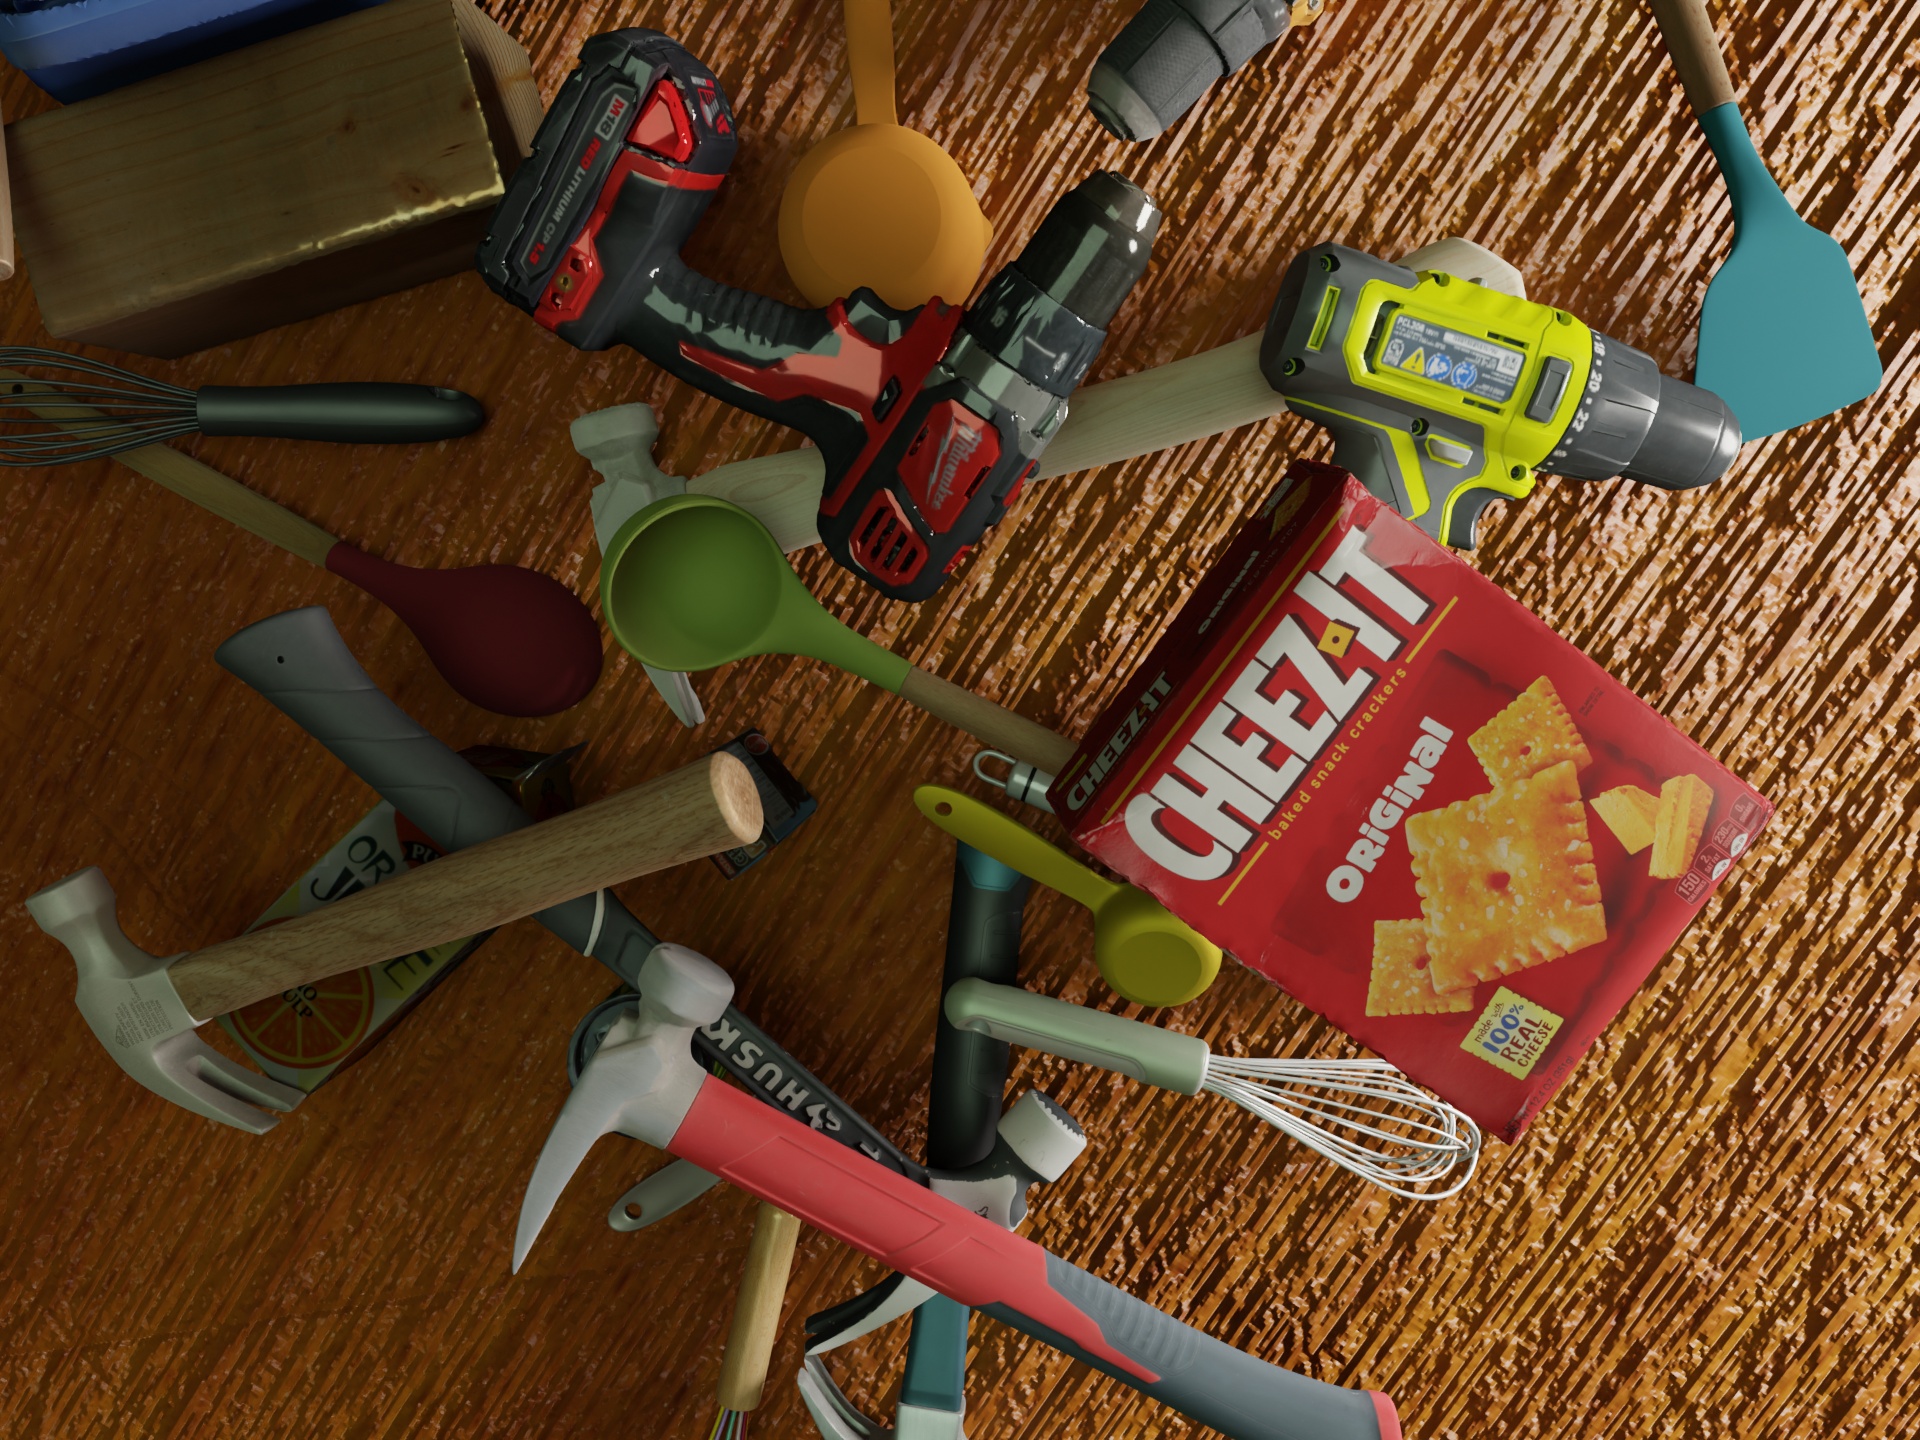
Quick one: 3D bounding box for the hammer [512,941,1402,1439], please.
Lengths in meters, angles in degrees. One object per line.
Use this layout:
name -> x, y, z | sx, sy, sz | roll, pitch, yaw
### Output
hammer -> 0.011, 0.243, 0.659 | 0.386, 0.038, 0.143 | 30, 94, -7

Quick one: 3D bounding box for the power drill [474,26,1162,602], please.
power drill -> -0.051, -0.178, 0.627 | 0.226, 0.080, 0.188 | 35, 109, -4

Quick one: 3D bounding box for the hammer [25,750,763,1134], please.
hammer -> -0.223, 0.080, 0.632 | 0.331, 0.031, 0.130 | -19, 103, 21

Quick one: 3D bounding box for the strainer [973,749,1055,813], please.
strainer -> 0.125, 0.066, 0.706 | 0.258, 0.050, 0.087 | 22, 84, 6

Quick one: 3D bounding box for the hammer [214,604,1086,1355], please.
hammer -> -0.142, 0.100, 0.669 | 0.409, 0.036, 0.149 | 42, 90, -8

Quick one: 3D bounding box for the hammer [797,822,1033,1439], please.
hammer -> 0.001, 0.204, 0.733 | 0.128, 0.033, 0.331 | 7, 96, 3

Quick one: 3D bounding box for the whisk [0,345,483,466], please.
whisk -> -0.337, -0.139, 0.715 | 0.239, 0.055, 0.055 | 0, 96, -6

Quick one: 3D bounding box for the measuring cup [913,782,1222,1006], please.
measuring cup -> 0.045, 0.074, 0.683 | 0.156, 0.029, 0.062 | 31, 119, -12

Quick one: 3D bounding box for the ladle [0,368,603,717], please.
ladle -> -0.311, -0.089, 0.737 | 0.315, 0.031, 0.069 | 27, 96, 4

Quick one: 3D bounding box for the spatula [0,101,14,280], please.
spatula -> -0.423, -0.310, 0.670 | 0.060, 0.018, 0.316 | -23, 68, 7

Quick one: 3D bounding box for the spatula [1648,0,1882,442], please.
spatula -> 0.301, -0.275, 0.665 | 0.082, 0.044, 0.317 | -19, 89, 7

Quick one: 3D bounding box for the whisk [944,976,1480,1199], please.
whisk -> 0.111, 0.155, 0.696 | 0.246, 0.057, 0.059 | 16, 58, -3

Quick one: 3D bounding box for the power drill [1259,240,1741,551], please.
power drill -> 0.194, -0.061, 0.652 | 0.190, 0.080, 0.228 | 17, 103, -4

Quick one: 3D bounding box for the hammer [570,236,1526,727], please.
hammer -> 0.041, -0.115, 0.696 | 0.410, 0.038, 0.146 | -15, 95, 6

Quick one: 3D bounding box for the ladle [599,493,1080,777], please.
ladle -> -0.001, -0.002, 0.665 | 0.320, 0.062, 0.078 | 27, 107, 0

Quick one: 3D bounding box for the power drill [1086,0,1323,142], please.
power drill -> 0.068, -0.371, 0.650 | 0.226, 0.084, 0.185 | 44, 99, -5

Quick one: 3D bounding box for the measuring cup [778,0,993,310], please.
measuring cup -> -0.038, -0.253, 0.681 | 0.095, 0.052, 0.173 | -4, 97, 6

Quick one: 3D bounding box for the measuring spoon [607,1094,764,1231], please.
measuring spoon -> -0.118, 0.208, 0.756 | 0.124, 0.018, 0.034 | -34, 92, 14

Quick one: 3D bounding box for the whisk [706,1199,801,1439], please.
whisk -> -0.114, 0.343, 0.752 | 0.047, 0.051, 0.245 | 14, 94, 9
